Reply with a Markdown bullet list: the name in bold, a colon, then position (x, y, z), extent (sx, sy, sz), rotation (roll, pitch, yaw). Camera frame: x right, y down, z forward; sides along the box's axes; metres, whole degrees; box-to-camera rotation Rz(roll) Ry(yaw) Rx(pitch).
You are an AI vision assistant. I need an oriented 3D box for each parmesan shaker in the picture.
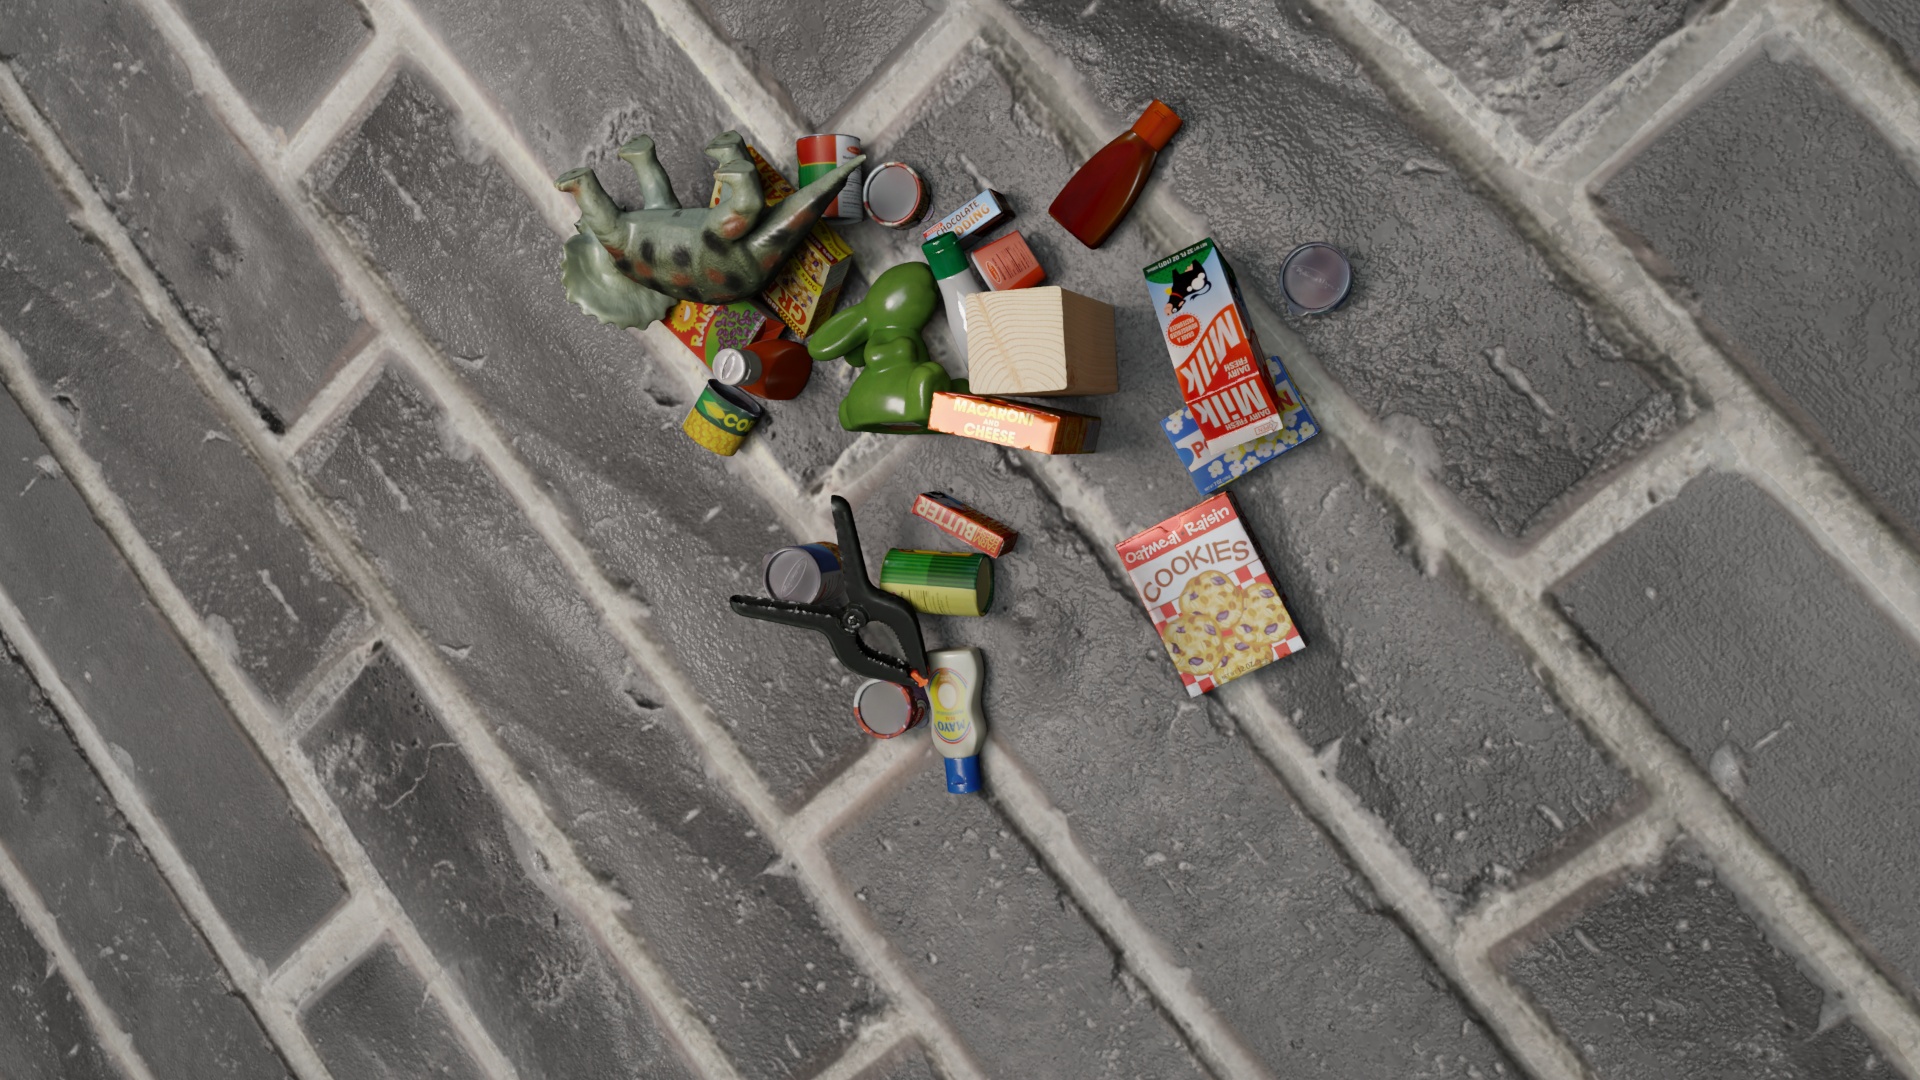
- **parmesan shaker**: position (-0.023, 0.044, 1.426), extent (0.103, 0.071, 0.071), rotation (3, 95, 18)

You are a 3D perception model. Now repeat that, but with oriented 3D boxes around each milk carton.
- **milk carton**: position (0.237, -0.174, 1.284), extent (0.072, 0.073, 0.191), rotation (-22, 66, 21)

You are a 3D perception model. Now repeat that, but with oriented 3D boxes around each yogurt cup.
- **yogurt cup**: position (0.050, -0.271, 1.379), extent (0.054, 0.072, 0.072), rotation (-32, 84, 10)

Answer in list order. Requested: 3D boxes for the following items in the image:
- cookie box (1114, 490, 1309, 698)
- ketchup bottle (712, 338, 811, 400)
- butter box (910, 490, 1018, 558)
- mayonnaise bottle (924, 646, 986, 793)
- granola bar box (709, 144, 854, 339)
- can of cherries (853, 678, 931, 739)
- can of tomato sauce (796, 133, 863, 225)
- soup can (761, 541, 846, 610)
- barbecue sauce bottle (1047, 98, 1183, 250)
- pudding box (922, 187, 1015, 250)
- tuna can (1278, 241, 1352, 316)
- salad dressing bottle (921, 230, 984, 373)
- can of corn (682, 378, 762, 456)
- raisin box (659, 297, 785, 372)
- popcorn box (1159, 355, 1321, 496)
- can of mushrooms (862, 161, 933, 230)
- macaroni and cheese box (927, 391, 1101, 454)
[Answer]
- **cookie box**: position (0.243, 0.052, 1.347), extent (0.122, 0.040, 0.167), rotation (-28, 85, 18)
- **ketchup bottle**: position (-0.203, -0.176, 1.425), extent (0.043, 0.149, 0.064), rotation (25, 102, 14)
- **butter box**: position (0.005, -0.018, 1.417), extent (0.103, 0.053, 0.024), rotation (28, 105, 15)
- **mayonnaise bottle**: position (-0.003, 0.186, 1.439), extent (0.065, 0.041, 0.148), rotation (-6, 91, 21)
- **granola bar box**: position (-0.190, -0.307, 1.435), extent (0.166, 0.039, 0.123), rotation (47, 146, 10)
- **can of cherries**: position (-0.069, 0.172, 1.452), extent (0.071, 0.058, 0.071), rotation (1, 94, 19)
- **can of tomato sauce**: position (-0.136, -0.371, 1.433), extent (0.071, 0.071, 0.083), rotation (-1, 94, 19)
- **soup can**: position (-0.162, 0.034, 1.460), extent (0.071, 0.084, 0.071), rotation (1, 94, 18)
- **barbecue sauce bottle**: position (0.154, -0.358, 1.348), extent (0.065, 0.044, 0.148), rotation (43, 105, 11)
- **pudding box**: position (0.009, -0.317, 1.396), extent (0.083, 0.050, 0.030), rotation (-30, 86, 19)
- **tuna can**: position (0.332, -0.243, 1.301), extent (0.071, 0.033, 0.071), rotation (1, 94, 19)
- **salad dressing bottle**: position (0.007, -0.232, 1.378), extent (0.044, 0.064, 0.147), rotation (-12, 112, 34)
- **can of corn**: position (-0.254, -0.130, 1.488), extent (0.071, 0.071, 0.058), rotation (38, 106, 13)
- **raisin box**: position (-0.257, -0.234, 1.485), extent (0.123, 0.040, 0.086), rotation (43, 107, 24)
- **popcorn box**: position (0.268, -0.109, 1.329), extent (0.126, 0.038, 0.085), rotation (-30, 85, 18)
- **can of mushrooms**: position (-0.063, -0.353, 1.426), extent (0.071, 0.033, 0.071), rotation (1, 93, 19)
- **macaroni and cheese box**: position (0.055, -0.113, 1.333), extent (0.124, 0.167, 0.040), rotation (13, 98, 17)
